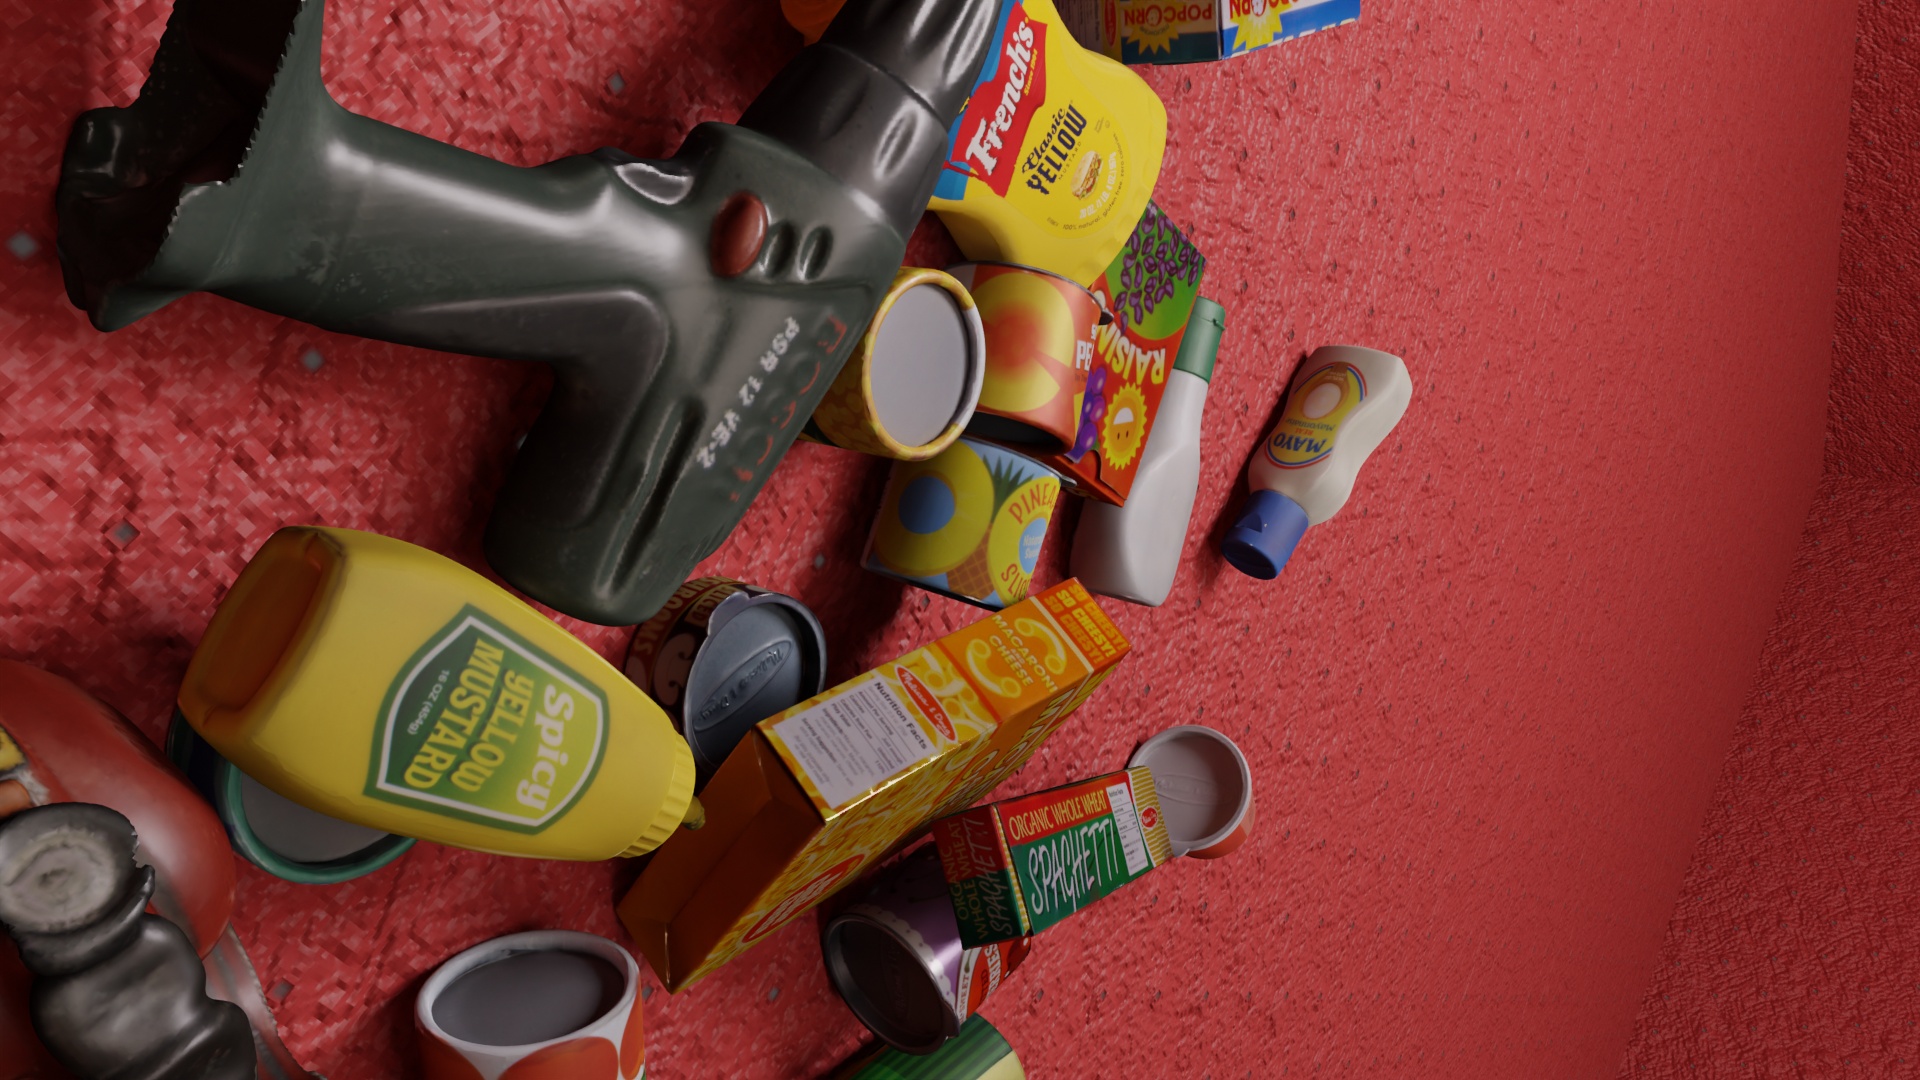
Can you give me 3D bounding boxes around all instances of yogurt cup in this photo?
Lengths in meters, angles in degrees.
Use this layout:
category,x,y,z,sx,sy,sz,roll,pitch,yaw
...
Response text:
category,x,y,z,sx,sy,sz,roll,pitch,yaw
yogurt cup,0.127,0.139,0.750,0.072,0.072,0.053,-64,149,-16

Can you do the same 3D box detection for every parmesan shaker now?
category,x,y,z,sx,sy,sz,roll,pitch,yaw
parmesan shaker,-0.028,0.249,0.580,0.103,0.071,0.071,-22,118,-48

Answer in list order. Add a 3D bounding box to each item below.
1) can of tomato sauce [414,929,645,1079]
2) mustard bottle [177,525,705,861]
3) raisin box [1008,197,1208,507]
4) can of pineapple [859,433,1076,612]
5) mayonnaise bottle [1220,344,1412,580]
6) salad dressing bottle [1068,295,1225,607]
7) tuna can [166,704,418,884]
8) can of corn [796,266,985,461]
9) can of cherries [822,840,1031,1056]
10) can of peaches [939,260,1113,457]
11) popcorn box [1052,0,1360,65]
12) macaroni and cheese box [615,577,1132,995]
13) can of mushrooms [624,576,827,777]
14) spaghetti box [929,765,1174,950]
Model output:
category,x,y,z,sx,sy,sz,roll,pitch,yaw
can of tomato sauce,-0.128,0.173,0.423,0.071,0.071,0.082,-17,113,-49
mustard bottle,-0.115,0.052,0.364,0.160,0.049,0.065,39,71,-50
raisin box,0.059,-0.087,0.612,0.086,0.040,0.123,29,78,-53
can of pineapple,0.002,-0.007,0.537,0.071,0.071,0.058,24,82,-53
mayonnaise bottle,0.198,-0.045,0.788,0.148,0.065,0.041,-55,135,-21
salad dressing bottle,0.092,-0.044,0.666,0.064,0.044,0.147,22,82,-53
tuna can,-0.168,0.057,0.367,0.071,0.033,0.071,-19,115,-48
can of corn,-0.035,-0.063,0.482,0.071,0.058,0.071,-20,116,-48
can of cherries,-0.011,0.167,0.572,0.059,0.071,0.071,-31,124,-44
can of peaches,0.019,-0.068,0.536,0.071,0.071,0.058,26,74,-52
popcorn box,0.104,-0.229,0.589,0.127,0.085,0.038,-31,123,-43
macaroni and cheese box,-0.027,0.084,0.498,0.167,0.040,0.123,-21,157,-47
can of mushrooms,-0.080,0.045,0.477,0.071,0.033,0.070,-20,117,-47
spaghetti box,0.049,0.131,0.605,0.250,0.028,0.050,16,57,-69
